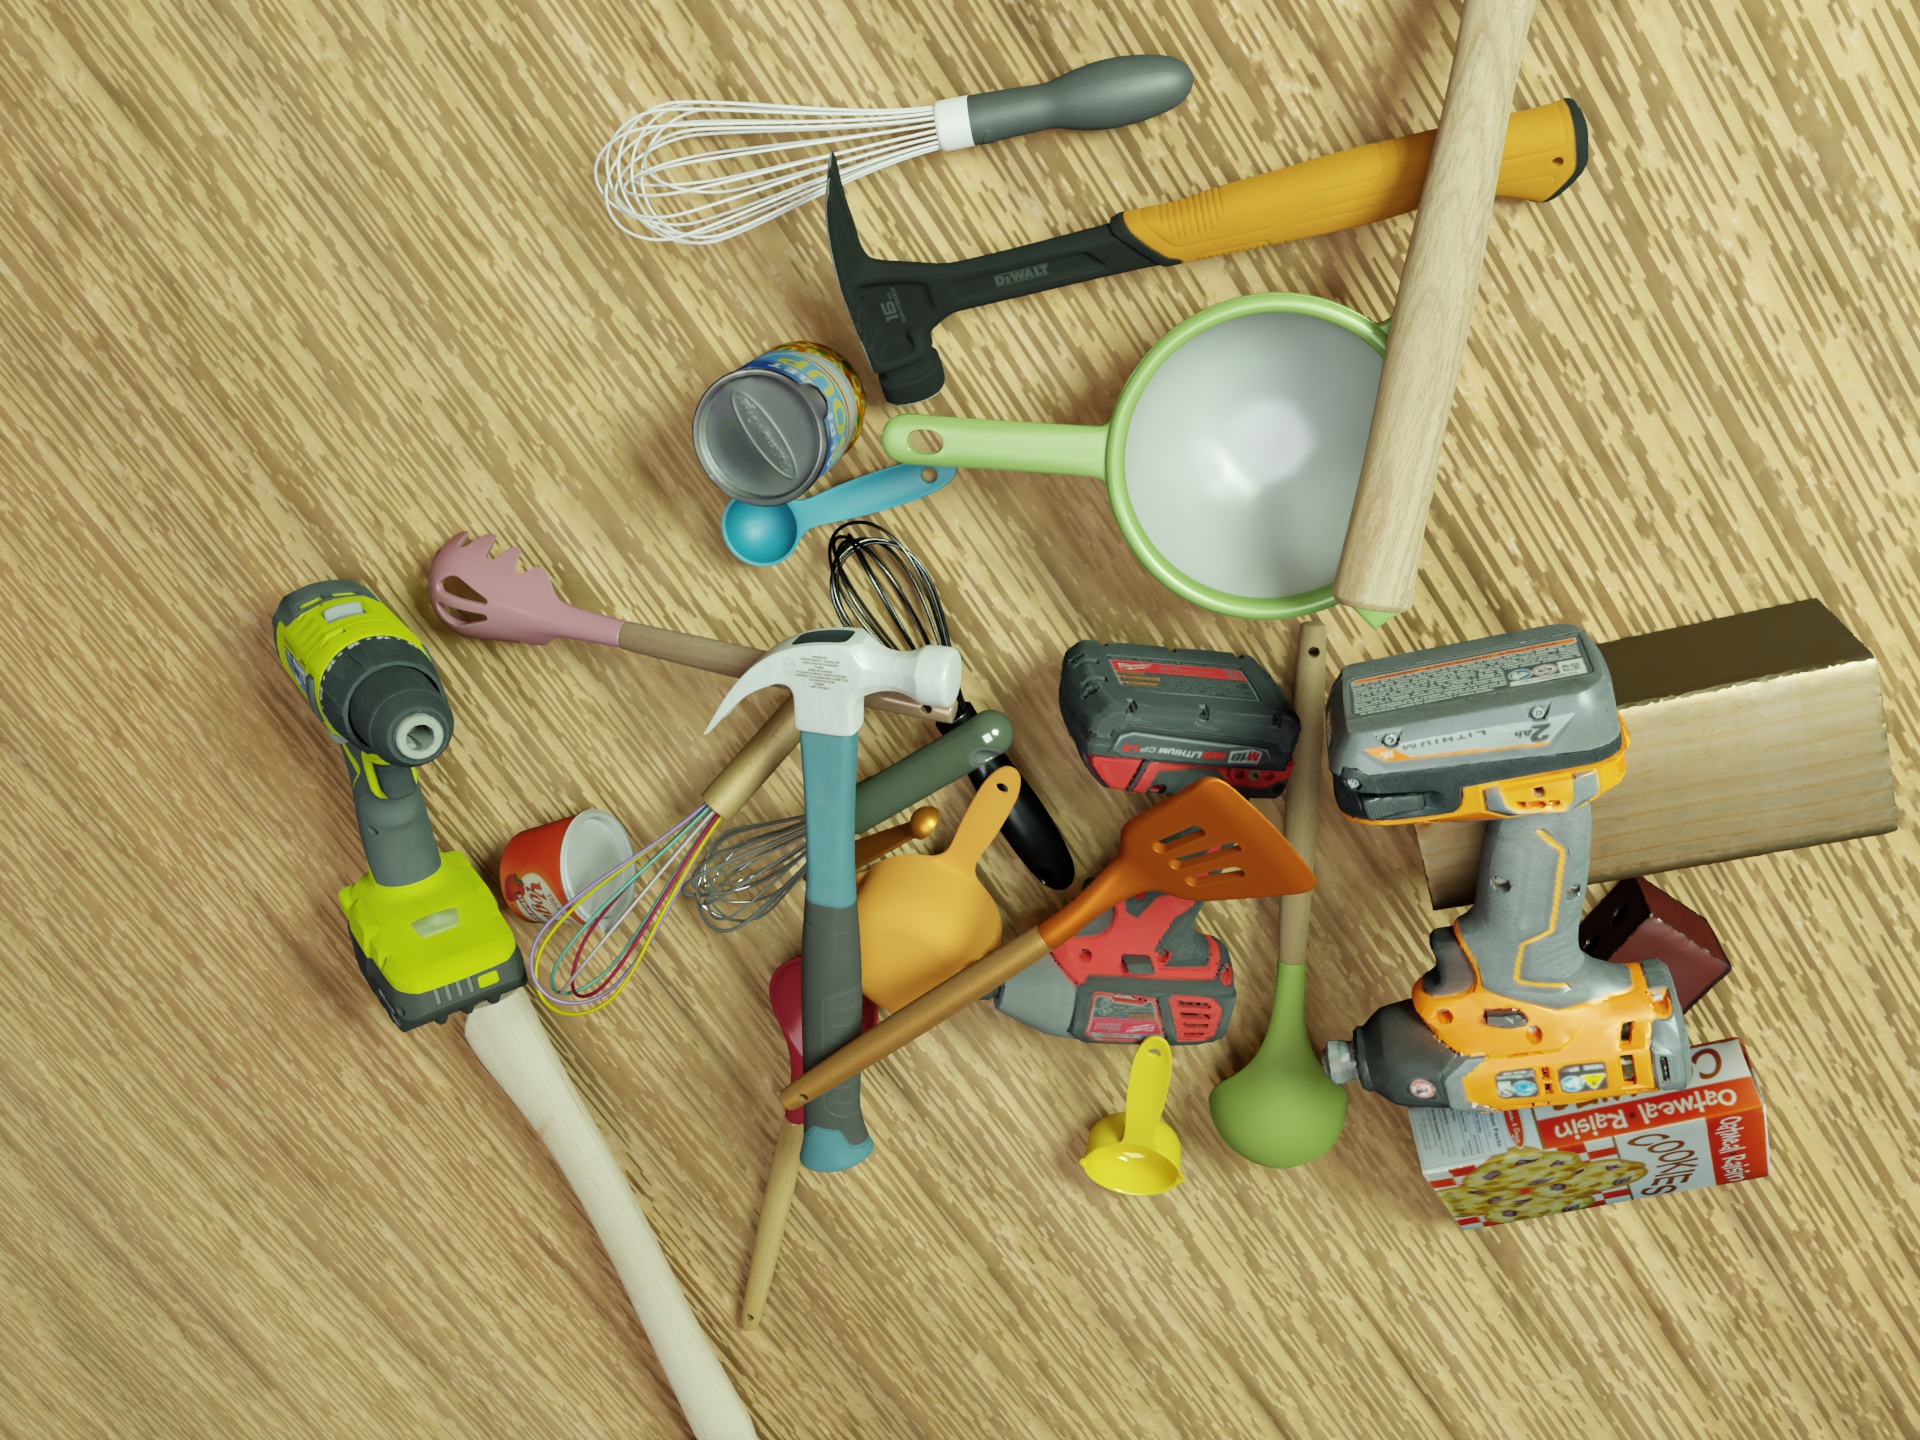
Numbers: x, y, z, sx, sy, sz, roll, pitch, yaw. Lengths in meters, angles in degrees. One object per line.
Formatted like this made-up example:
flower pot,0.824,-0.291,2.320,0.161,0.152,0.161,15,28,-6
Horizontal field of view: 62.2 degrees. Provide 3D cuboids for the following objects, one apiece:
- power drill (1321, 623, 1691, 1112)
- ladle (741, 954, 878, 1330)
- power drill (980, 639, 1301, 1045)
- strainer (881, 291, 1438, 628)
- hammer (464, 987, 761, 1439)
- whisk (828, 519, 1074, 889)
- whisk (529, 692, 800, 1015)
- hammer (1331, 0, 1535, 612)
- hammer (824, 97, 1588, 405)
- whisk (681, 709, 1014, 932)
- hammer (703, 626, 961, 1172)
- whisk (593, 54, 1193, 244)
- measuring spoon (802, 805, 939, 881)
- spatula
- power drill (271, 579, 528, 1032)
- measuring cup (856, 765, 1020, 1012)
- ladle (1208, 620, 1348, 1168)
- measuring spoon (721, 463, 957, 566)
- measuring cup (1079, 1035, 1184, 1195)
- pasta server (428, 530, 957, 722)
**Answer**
power drill,0.230,0.082,0.720,0.164,0.084,0.226,-12,114,17
ladle,-0.106,0.269,0.995,0.069,0.031,0.315,19,117,9
power drill,0.088,0.075,0.833,0.143,0.079,0.219,4,117,-10
strainer,0.093,-0.132,0.761,0.256,0.069,0.151,5,111,9
hammer,-0.202,0.350,1.035,0.146,0.038,0.410,-15,107,27
whisk,0.000,-0.003,0.852,0.055,0.055,0.238,-26,109,20
whisk,-0.146,0.067,0.875,0.245,0.047,0.051,-48,140,2
hammer,0.210,-0.209,0.671,0.130,0.031,0.331,9,102,1
hammer,0.107,-0.231,0.720,0.337,0.034,0.127,-10,139,12
whisk,-0.066,0.054,0.867,0.246,0.059,0.057,-30,147,32
hammer,-0.068,0.106,0.847,0.128,0.033,0.330,9,116,14
whisk,-0.034,-0.272,0.743,0.284,0.070,0.070,-7,111,9
measuring spoon,-0.054,0.070,0.887,0.011,0.021,0.117,36,138,-28
spatula,0.024,0.125,0.798,0.322,0.041,0.081,-36,112,23
power drill,-0.304,0.049,0.870,0.080,0.191,0.228,-20,120,-28
measuring cup,-0.010,0.096,0.868,0.095,0.052,0.173,28,130,0
ladle,0.180,0.101,0.865,0.078,0.062,0.320,1,106,4
measuring spoon,-0.063,-0.116,0.835,0.128,0.021,0.042,-16,109,8
measuring cup,0.104,0.218,0.904,0.062,0.029,0.156,8,133,6
pasta server,-0.151,-0.043,0.849,0.316,0.040,0.060,13,114,12
